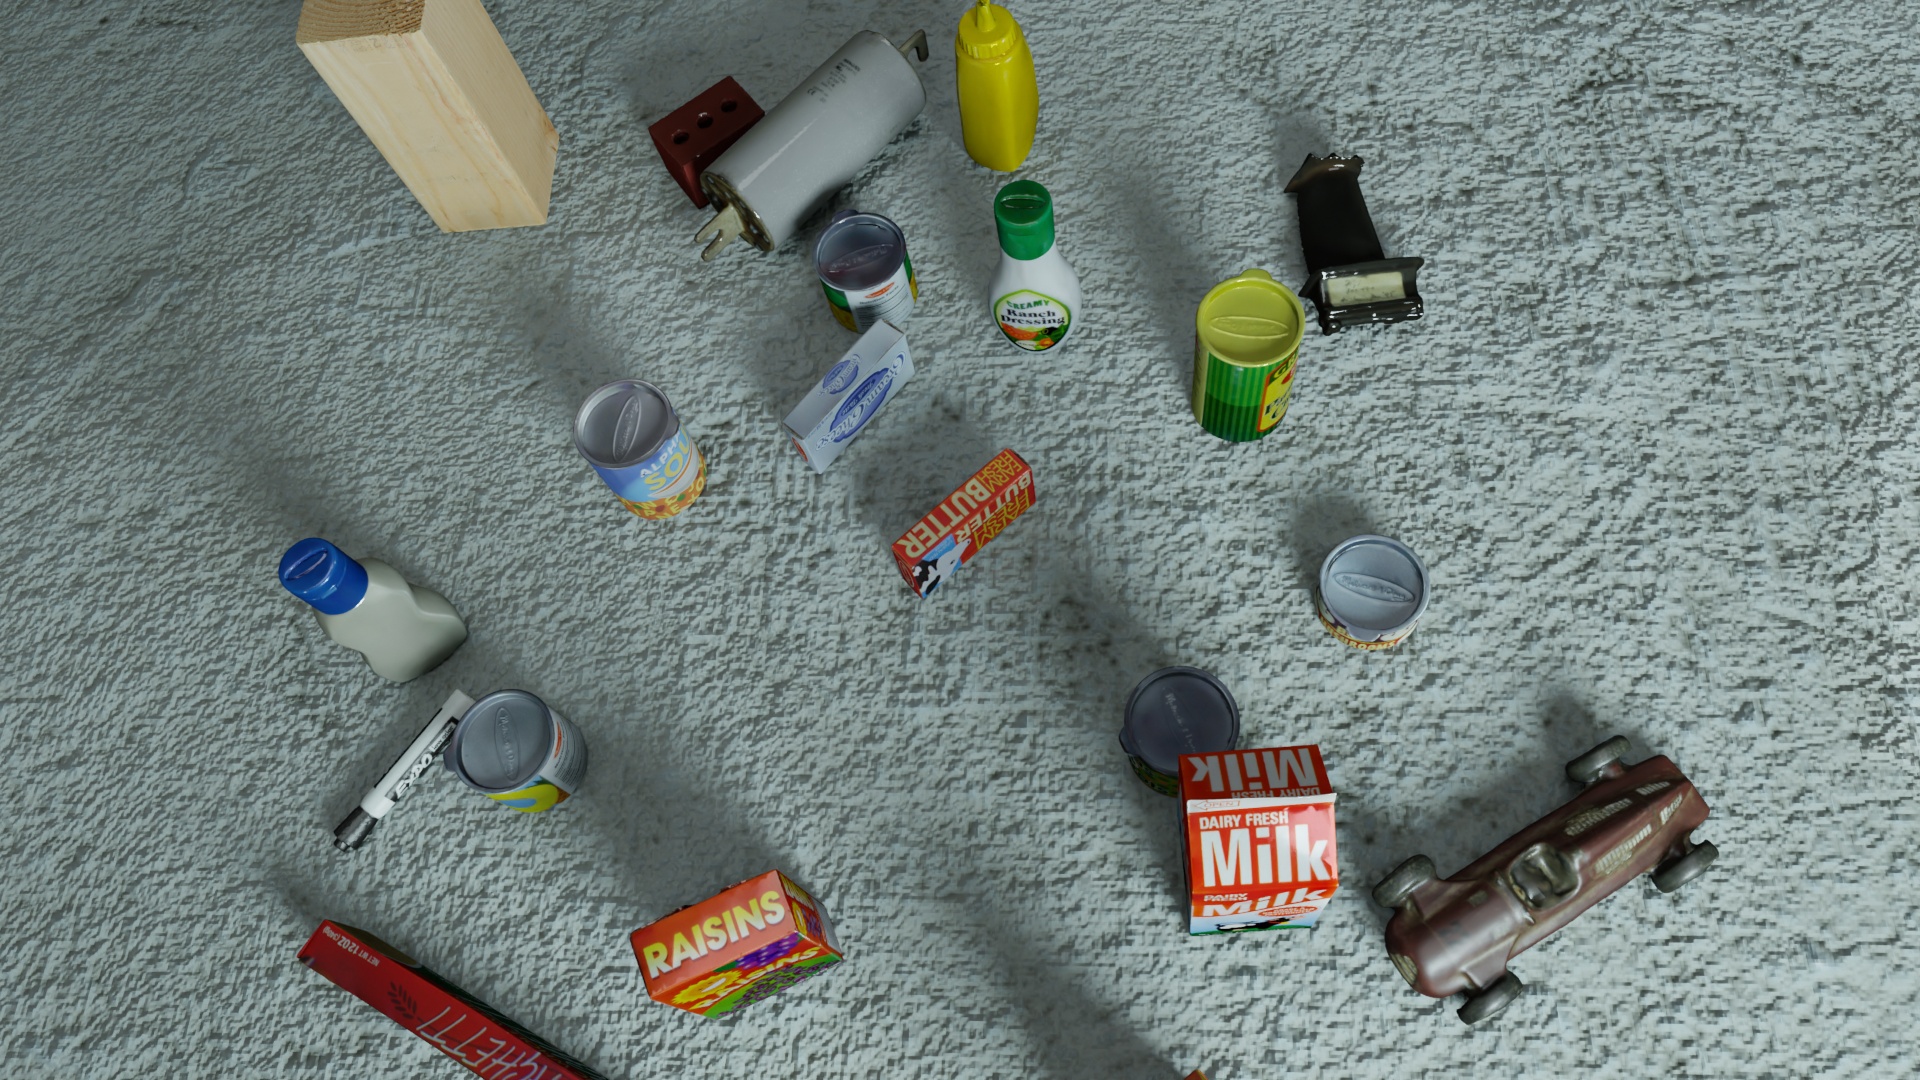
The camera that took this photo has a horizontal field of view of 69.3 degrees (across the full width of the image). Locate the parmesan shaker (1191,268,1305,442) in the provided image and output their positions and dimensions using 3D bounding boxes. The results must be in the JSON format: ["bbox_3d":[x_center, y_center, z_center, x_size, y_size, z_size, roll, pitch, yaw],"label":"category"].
[{"bbox_3d":[0.184,-0.117,0.897,0.071,0.102,0.071,-3,66,7],"label":"parmesan shaker"}]

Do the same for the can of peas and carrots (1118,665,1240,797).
[{"bbox_3d":[0.129,0.116,0.825,0.071,0.058,0.071,-3,66,6],"label":"can of peas and carrots"}]

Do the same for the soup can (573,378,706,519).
[{"bbox_3d":[-0.211,-0.059,0.935,0.071,0.083,0.071,-3,66,6],"label":"soup can"}]

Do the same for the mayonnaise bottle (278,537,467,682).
[{"bbox_3d":[-0.371,0.042,0.875,0.065,0.147,0.041,-38,67,-9],"label":"mayonnaise bottle"}]

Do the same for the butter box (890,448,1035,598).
[{"bbox_3d":[0.003,-0.011,0.902,0.104,0.053,0.024,-41,68,-11],"label":"butter box"}]

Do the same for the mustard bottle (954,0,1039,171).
[{"bbox_3d":[0.024,-0.331,0.982,0.049,0.159,0.065,16,70,14],"label":"mustard bottle"}]

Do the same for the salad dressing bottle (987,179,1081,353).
[{"bbox_3d":[0.046,-0.179,0.919,0.064,0.147,0.044,4,67,10],"label":"salad dressing bottle"}]

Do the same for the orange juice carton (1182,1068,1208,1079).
[{"bbox_3d":[0.109,0.309,0.668,0.072,0.192,0.073,-37,67,-8],"label":"orange juice carton"}]

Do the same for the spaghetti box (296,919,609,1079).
[{"bbox_3d":[-0.272,0.292,0.805,0.250,0.050,0.029,24,72,17],"label":"spaghetti box"}]

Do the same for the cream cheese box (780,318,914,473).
[{"bbox_3d":[-0.076,-0.099,0.951,0.024,0.053,0.104,36,75,20],"label":"cream cheese box"}]

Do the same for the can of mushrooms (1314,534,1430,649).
[{"bbox_3d":[0.253,0.034,0.859,0.071,0.033,0.071,-3,66,6],"label":"can of mushrooms"}]

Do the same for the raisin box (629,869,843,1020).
[{"bbox_3d":[-0.121,0.226,0.774,0.086,0.123,0.040,-23,66,-3],"label":"raisin box"}]

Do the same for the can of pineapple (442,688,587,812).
[{"bbox_3d":[-0.277,0.133,0.872,0.071,0.057,0.071,-3,66,6],"label":"can of pineapple"}]

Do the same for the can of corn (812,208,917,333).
[{"bbox_3d":[-0.068,-0.191,0.989,0.071,0.058,0.071,-3,66,6],"label":"can of corn"}]

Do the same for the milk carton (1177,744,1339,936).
[{"bbox_3d":[0.153,0.157,0.731,0.072,0.190,0.074,-5,66,6],"label":"milk carton"}]
